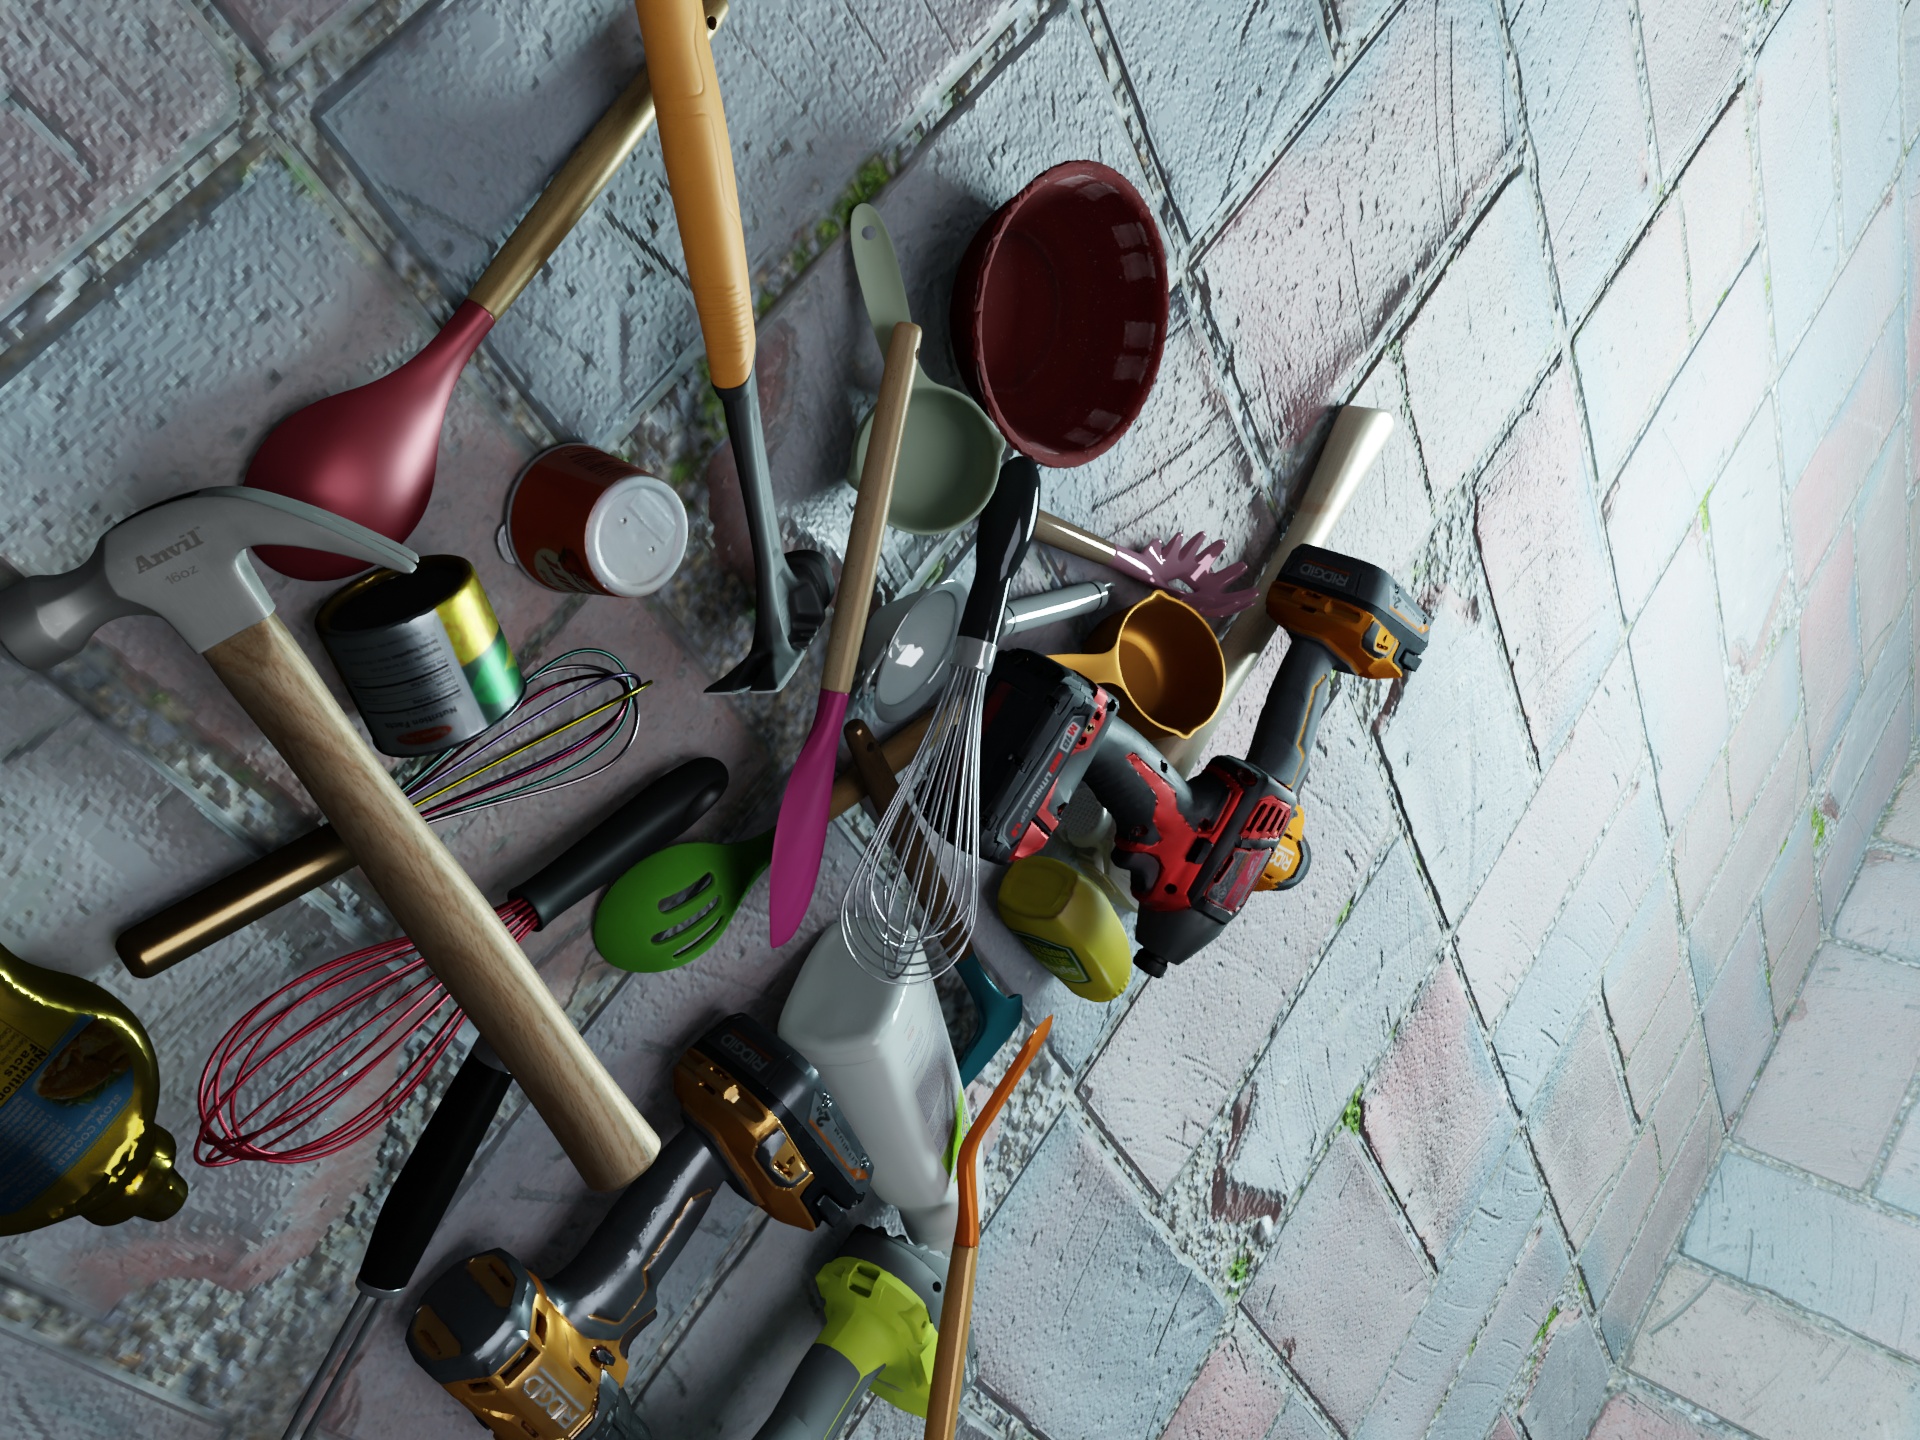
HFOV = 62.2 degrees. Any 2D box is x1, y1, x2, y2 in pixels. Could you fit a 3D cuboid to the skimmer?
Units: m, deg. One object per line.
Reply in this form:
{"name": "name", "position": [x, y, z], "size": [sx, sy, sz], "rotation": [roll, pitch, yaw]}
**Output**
{"name": "skimmer", "position": [-0.259, 0.312, 0.681], "size": [0.127, 0.090, 0.363], "rotation": [26, 92, -58]}

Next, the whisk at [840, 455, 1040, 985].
{"name": "whisk", "position": [-0.002, -0.003, 0.827], "size": [0.070, 0.070, 0.285], "rotation": [21, 80, -49]}

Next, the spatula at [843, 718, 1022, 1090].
{"name": "spatula", "position": [-0.017, 0.117, 0.930], "size": [0.082, 0.044, 0.317], "rotation": [-44, 133, -27]}

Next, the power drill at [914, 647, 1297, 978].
{"name": "power drill", "position": [0.090, 0.060, 0.928], "size": [0.219, 0.079, 0.143], "rotation": [28, 93, -33]}

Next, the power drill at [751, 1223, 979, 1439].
{"name": "power drill", "position": [-0.083, 0.422, 0.918], "size": [0.223, 0.080, 0.171], "rotation": [-44, 135, -42]}

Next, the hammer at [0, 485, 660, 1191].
{"name": "hammer", "position": [-0.211, 0.059, 0.620], "size": [0.130, 0.031, 0.331], "rotation": [-30, 114, -4]}

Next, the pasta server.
{"name": "pasta server", "position": [0.077, -0.112, 0.958], "size": [0.040, 0.060, 0.316], "rotation": [-38, 147, 30]}

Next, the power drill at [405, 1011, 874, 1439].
{"name": "power drill", "position": [-0.151, 0.287, 0.828], "size": [0.226, 0.084, 0.185], "rotation": [-43, 134, -24]}

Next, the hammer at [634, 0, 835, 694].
{"name": "hammer", "position": [-0.106, -0.178, 0.691], "size": [0.127, 0.034, 0.336], "rotation": [-72, 157, -61]}

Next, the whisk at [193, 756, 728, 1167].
{"name": "whisk", "position": [-0.210, 0.096, 0.711], "size": [0.296, 0.073, 0.073], "rotation": [-39, 130, -39]}

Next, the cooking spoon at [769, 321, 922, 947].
{"name": "cooking spoon", "position": [-0.058, -0.040, 0.797], "size": [0.068, 0.017, 0.319], "rotation": [-10, 112, -77]}

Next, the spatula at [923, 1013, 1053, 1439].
{"name": "spatula", "position": [0.009, 0.329, 0.919], "size": [0.081, 0.041, 0.322], "rotation": [20, 78, -78]}

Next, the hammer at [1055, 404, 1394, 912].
{"name": "hammer", "position": [0.204, -0.052, 1.118], "size": [0.411, 0.038, 0.146], "rotation": [-57, 138, -16]}

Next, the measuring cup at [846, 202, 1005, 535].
{"name": "measuring cup", "position": [-0.029, -0.178, 0.815], "size": [0.083, 0.038, 0.167], "rotation": [-14, 99, 1]}

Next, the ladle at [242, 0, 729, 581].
{"name": "ladle", "position": [-0.184, -0.188, 0.658], "size": [0.315, 0.031, 0.069], "rotation": [-59, 138, -16]}

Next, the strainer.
{"name": "strainer", "position": [0.014, -0.055, 0.910], "size": [0.258, 0.050, 0.086], "rotation": [-18, 134, -49]}

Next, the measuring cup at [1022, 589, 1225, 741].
{"name": "measuring cup", "position": [0.082, -0.027, 0.980], "size": [0.173, 0.052, 0.095], "rotation": [-5, 81, -32]}

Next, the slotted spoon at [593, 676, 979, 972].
{"name": "slotted spoon", "position": [-0.066, 0.039, 0.867], "size": [0.314, 0.031, 0.070], "rotation": [-36, 130, -35]}

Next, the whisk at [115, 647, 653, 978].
{"name": "whisk", "position": [-0.233, 0.035, 0.673], "size": [0.245, 0.047, 0.051], "rotation": [-32, 127, -32]}

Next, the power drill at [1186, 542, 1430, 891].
{"name": "power drill", "position": [0.235, 0.011, 1.093], "size": [0.164, 0.084, 0.226], "rotation": [28, 87, -52]}
